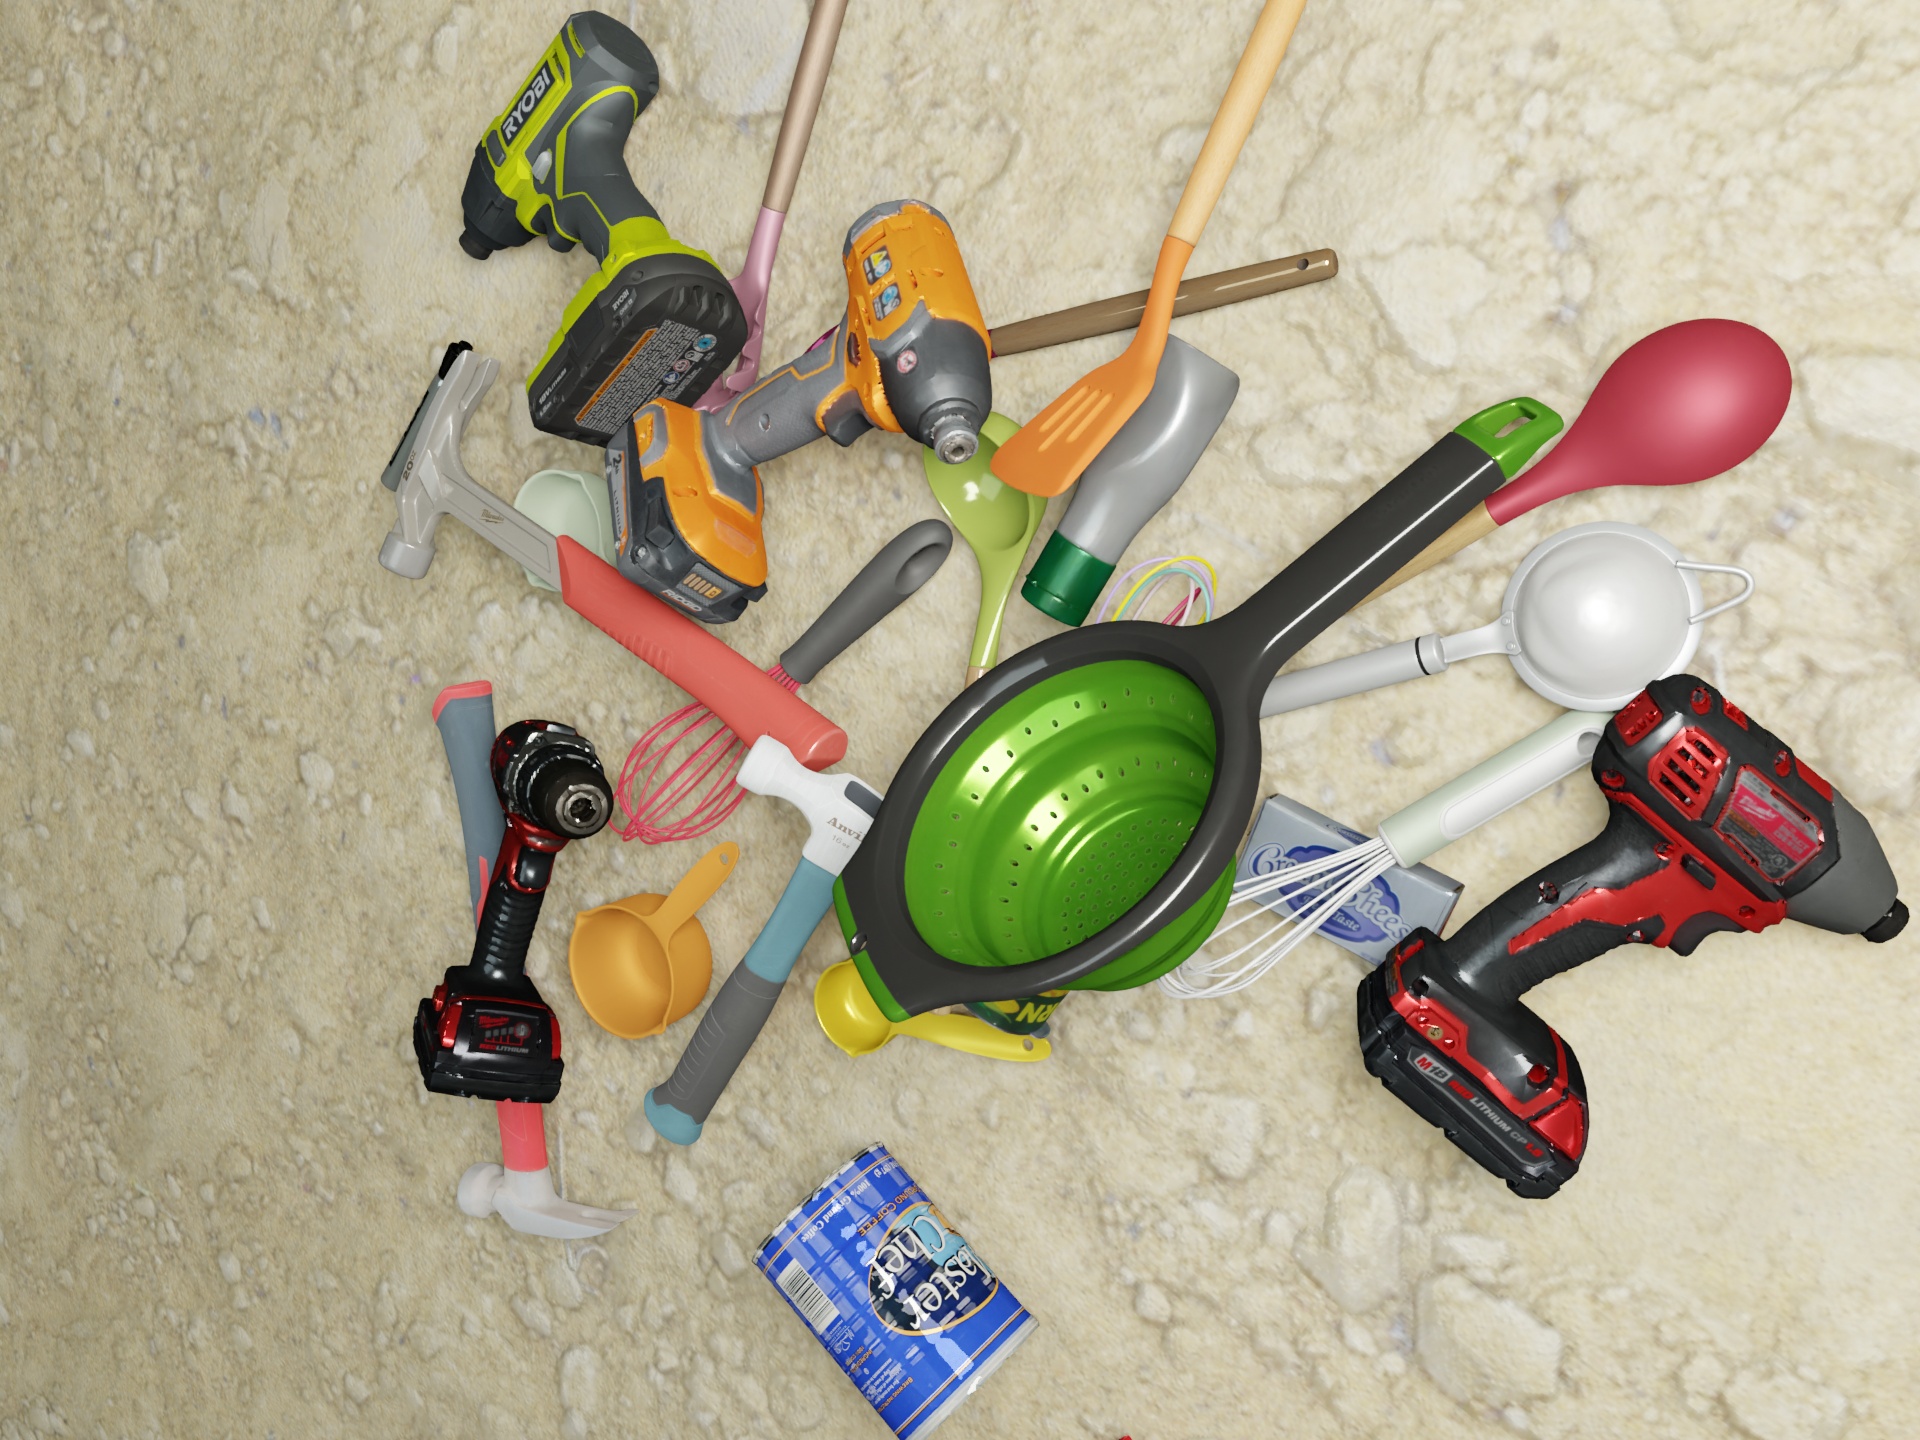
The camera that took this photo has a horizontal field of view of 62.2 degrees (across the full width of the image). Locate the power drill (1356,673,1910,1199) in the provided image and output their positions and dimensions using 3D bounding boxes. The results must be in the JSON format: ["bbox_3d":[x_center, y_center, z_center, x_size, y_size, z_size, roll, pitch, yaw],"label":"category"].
[{"bbox_3d":[0.292,0.100,0.701,0.143,0.078,0.219,39,112,-1],"label":"power drill"}]

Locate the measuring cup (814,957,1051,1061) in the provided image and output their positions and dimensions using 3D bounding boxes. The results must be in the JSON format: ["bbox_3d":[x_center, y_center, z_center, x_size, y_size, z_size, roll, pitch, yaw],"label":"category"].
[{"bbox_3d":[-0.014,0.174,0.930,0.156,0.029,0.062,7,102,27],"label":"measuring cup"}]

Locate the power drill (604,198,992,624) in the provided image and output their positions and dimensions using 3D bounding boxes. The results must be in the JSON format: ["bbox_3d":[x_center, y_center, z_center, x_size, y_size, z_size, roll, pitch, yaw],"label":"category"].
[{"bbox_3d":[-0.080,-0.148,0.828,0.226,0.084,0.164,-34,50,23],"label":"power drill"}]

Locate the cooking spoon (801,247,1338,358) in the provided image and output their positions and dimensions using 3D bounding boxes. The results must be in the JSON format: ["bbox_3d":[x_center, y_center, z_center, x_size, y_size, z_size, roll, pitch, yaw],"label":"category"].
[{"bbox_3d":[0.041,-0.203,0.834,0.319,0.017,0.069,-6,80,31],"label":"cooking spoon"}]

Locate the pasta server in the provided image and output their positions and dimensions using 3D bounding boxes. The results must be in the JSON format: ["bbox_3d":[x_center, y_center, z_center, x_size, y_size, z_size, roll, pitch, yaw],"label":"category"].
[{"bbox_3d":[-0.102,-0.314,0.888,0.060,0.040,0.316,33,113,35],"label":"pasta server"}]

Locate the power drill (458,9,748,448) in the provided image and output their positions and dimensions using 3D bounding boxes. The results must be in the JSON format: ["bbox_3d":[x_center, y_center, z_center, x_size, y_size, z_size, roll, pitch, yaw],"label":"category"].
[{"bbox_3d":[-0.219,-0.273,0.922,0.171,0.080,0.223,-40,61,30],"label":"power drill"}]

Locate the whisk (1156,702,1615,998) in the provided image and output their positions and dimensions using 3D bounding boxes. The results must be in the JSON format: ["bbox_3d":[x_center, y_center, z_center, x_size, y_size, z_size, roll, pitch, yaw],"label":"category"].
[{"bbox_3d":[0.196,0.063,0.748,0.246,0.059,0.057,-33,112,14],"label":"whisk"}]

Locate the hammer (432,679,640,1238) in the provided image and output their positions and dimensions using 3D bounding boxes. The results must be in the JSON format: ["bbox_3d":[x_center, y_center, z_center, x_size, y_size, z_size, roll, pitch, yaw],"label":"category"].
[{"bbox_3d":[-0.304,0.165,1.093,0.143,0.038,0.386,-1,98,29],"label":"hammer"}]

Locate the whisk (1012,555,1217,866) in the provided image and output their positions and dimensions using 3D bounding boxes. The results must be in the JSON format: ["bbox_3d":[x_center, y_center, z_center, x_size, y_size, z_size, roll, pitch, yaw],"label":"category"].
[{"bbox_3d":[0.065,0.012,0.848,0.051,0.047,0.245,43,122,20],"label":"whisk"}]

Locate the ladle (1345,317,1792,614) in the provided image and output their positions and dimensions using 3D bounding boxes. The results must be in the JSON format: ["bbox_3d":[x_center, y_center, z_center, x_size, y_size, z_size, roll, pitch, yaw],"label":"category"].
[{"bbox_3d":[0.225,-0.085,0.743,0.315,0.031,0.069,-31,73,33],"label":"ladle"}]

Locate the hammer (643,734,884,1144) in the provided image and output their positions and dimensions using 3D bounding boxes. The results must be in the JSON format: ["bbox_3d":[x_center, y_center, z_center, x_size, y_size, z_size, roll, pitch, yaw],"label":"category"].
[{"bbox_3d":[-0.119,0.150,0.930,0.128,0.033,0.330,29,128,-4],"label":"hammer"}]

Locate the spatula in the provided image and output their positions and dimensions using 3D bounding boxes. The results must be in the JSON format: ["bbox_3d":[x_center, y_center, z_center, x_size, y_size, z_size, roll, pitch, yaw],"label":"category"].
[{"bbox_3d":[0.106,-0.251,0.745,0.322,0.041,0.081,-66,28,10],"label":"spatula"}]

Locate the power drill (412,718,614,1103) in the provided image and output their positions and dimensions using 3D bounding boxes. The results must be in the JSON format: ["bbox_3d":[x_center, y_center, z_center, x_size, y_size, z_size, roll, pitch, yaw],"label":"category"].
[{"bbox_3d":[-0.266,0.115,0.974,0.188,0.080,0.227,18,95,65],"label":"power drill"}]

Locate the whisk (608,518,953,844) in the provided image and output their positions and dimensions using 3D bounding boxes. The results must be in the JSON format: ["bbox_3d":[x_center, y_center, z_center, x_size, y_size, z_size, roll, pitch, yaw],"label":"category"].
[{"bbox_3d":[-0.109,-0.019,0.936,0.295,0.073,0.073,-41,77,24],"label":"whisk"}]

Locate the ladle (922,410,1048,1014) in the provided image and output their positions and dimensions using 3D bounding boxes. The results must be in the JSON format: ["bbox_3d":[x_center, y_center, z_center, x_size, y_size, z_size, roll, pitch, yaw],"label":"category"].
[{"bbox_3d":[-0.001,-0.003,0.840,0.078,0.062,0.320,9,92,50],"label":"ladle"}]

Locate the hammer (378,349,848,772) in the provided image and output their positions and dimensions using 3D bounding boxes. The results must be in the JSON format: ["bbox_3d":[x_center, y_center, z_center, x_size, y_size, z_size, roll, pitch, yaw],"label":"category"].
[{"bbox_3d":[-0.203,-0.080,0.935,0.359,0.036,0.149,33,104,25],"label":"hammer"}]

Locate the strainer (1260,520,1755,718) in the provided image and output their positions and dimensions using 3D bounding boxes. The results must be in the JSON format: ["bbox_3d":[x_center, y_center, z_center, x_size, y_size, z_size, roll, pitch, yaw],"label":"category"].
[{"bbox_3d":[0.228,-0.032,0.744,0.258,0.050,0.087,-17,74,35],"label":"strainer"}]

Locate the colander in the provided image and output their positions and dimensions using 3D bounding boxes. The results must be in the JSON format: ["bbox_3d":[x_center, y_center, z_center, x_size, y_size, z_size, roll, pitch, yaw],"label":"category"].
[{"bbox_3d":[0.124,0.008,0.740,0.397,0.094,0.205,-40,37,6],"label":"colander"}]

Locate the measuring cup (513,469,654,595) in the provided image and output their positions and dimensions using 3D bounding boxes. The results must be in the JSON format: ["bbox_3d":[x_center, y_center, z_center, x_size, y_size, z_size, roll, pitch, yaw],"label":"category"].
[{"bbox_3d":[-0.210,-0.093,0.993,0.168,0.038,0.083,39,116,17],"label":"measuring cup"}]

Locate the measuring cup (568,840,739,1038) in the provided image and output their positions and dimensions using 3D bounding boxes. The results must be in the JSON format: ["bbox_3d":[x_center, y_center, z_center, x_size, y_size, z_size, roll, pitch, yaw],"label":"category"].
[{"bbox_3d":[-0.176,0.127,1.003,0.095,0.052,0.173,50,117,14],"label":"measuring cup"}]
